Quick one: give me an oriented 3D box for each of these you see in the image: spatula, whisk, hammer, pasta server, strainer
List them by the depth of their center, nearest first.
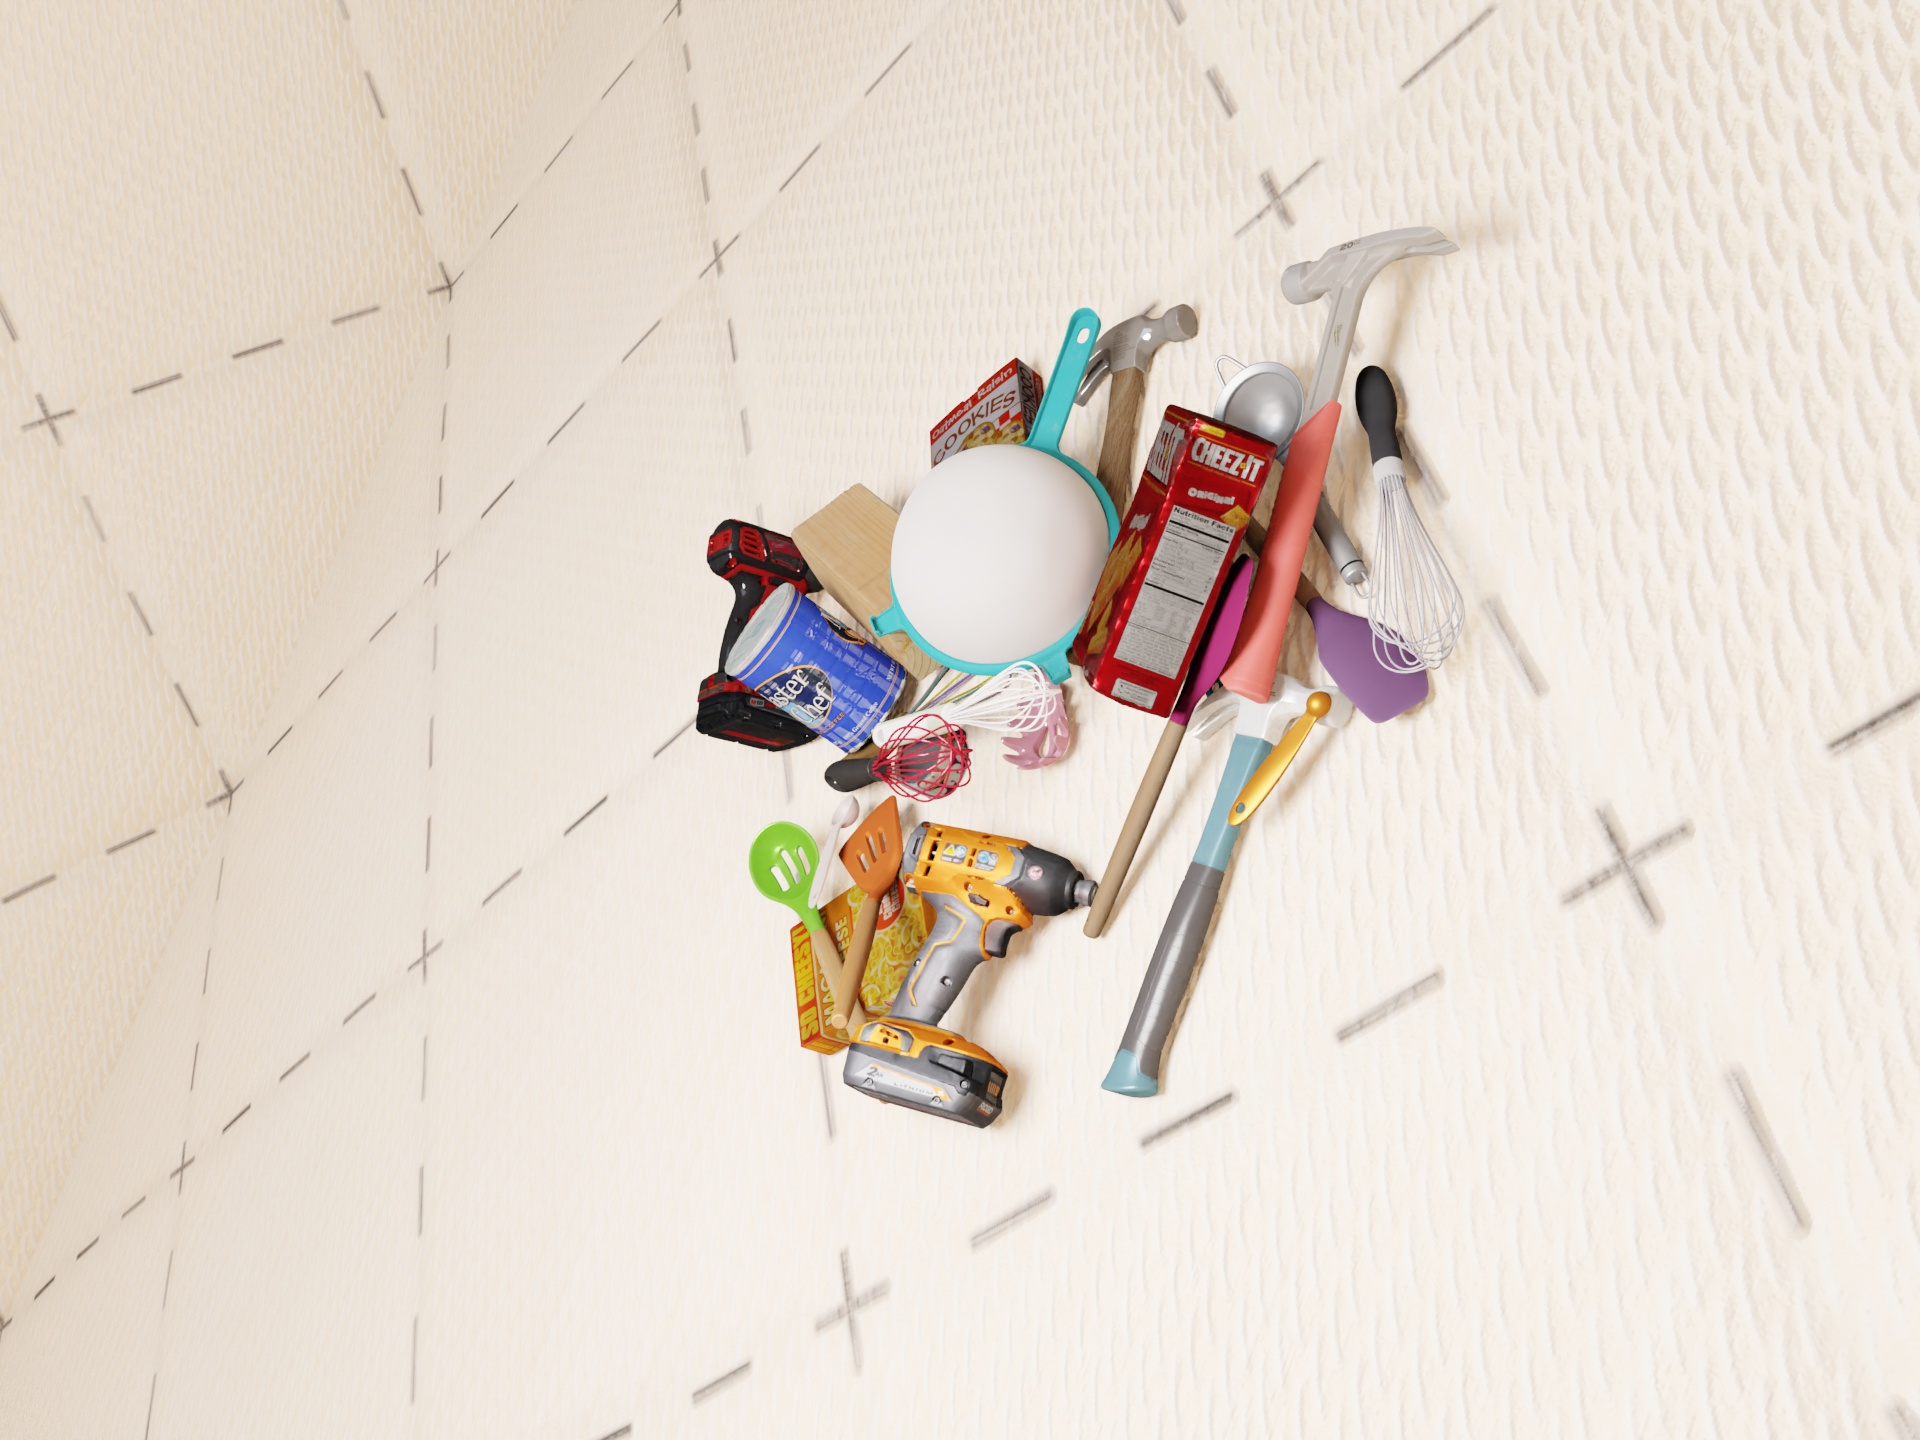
[{"bbox_3d":[0.315,-0.154,1.146,0.070,0.070,0.285,-28,46,36],"label":"whisk"},{"bbox_3d":[0.178,0.121,1.167,0.128,0.033,0.331,15,82,50],"label":"hammer"},{"bbox_3d":[0.261,-0.187,1.170,0.149,0.036,0.359,3,75,55],"label":"hammer"},{"bbox_3d":[0.258,-0.104,1.206,0.060,0.018,0.316,-30,43,2],"label":"spatula"},{"bbox_3d":[0.262,-0.189,1.234,0.087,0.050,0.259,-44,49,31],"label":"strainer"},{"bbox_3d":[-0.083,0.158,1.304,0.081,0.041,0.323,-47,11,18],"label":"spatula"},{"bbox_3d":[0.044,-0.210,1.345,0.211,0.095,0.340,16,82,25],"label":"strainer"},{"bbox_3d":[-0.002,-0.004,1.364,0.246,0.059,0.058,-16,84,52],"label":"whisk"},{"bbox_3d":[-0.063,0.041,1.394,0.296,0.073,0.073,-14,58,65],"label":"whisk"},{"bbox_3d":[0.129,-0.205,1.396,0.130,0.031,0.331,-8,65,46],"label":"hammer"},{"bbox_3d":[0.067,-0.092,1.401,0.060,0.040,0.316,-21,54,31],"label":"pasta server"},{"bbox_3d":[-0.035,-0.008,1.469,0.245,0.051,0.047,-36,52,35],"label":"whisk"}]

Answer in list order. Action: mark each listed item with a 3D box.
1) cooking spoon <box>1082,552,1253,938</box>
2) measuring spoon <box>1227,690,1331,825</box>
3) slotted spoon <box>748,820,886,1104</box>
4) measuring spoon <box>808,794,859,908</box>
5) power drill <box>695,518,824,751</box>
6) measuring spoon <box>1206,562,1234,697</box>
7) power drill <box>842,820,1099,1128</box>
[{"bbox_3d":[0.154,0.024,1.193,0.069,0.017,0.318,-103,32,-71],"label":"cooking spoon"},{"bbox_3d":[0.224,0.027,1.130,0.117,0.011,0.021,-55,41,11],"label":"measuring spoon"},{"bbox_3d":[-0.117,0.207,1.390,0.070,0.031,0.314,-36,48,6],"label":"slotted spoon"},{"bbox_3d":[-0.113,0.120,1.437,0.034,0.018,0.124,-36,29,45],"label":"measuring spoon"},{"bbox_3d":[-0.194,-0.087,1.621,0.078,0.143,0.220,-17,65,48],"label":"power drill"},{"bbox_3d":[0.204,-0.072,1.259,0.042,0.021,0.129,-14,69,44],"label":"measuring spoon"},{"bbox_3d":[0.011,0.198,1.257,0.164,0.084,0.227,8,69,26],"label":"power drill"}]
